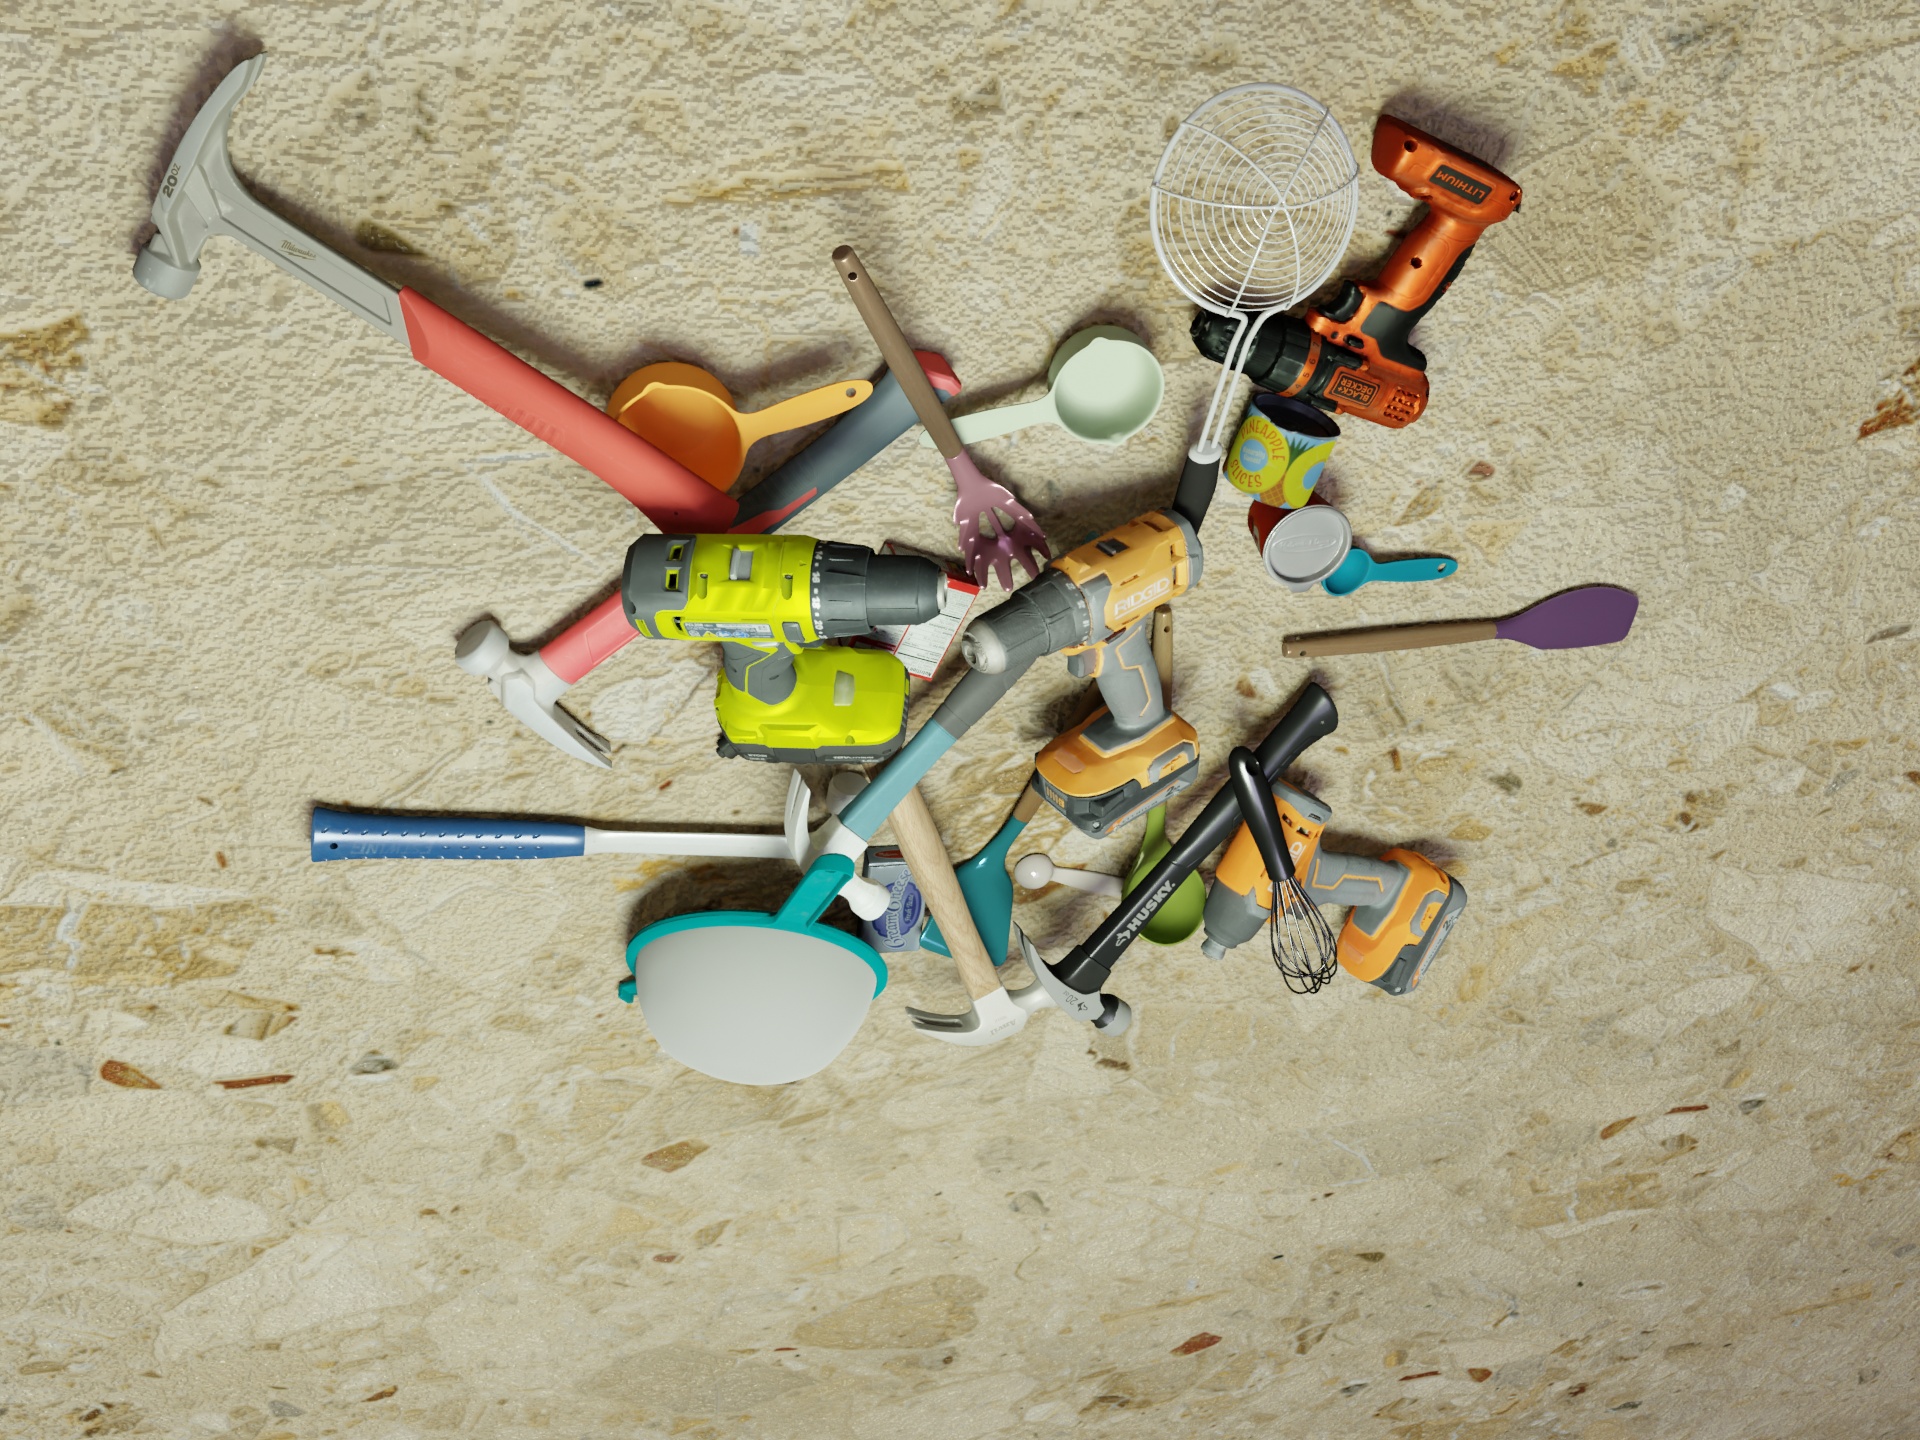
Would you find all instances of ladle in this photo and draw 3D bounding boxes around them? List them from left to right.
[{"bbox_3d":[0.167,0.052,1.292,0.078,0.062,0.319,-17,127,-19],"label":"ladle"}]

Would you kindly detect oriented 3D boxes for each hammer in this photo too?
[{"bbox_3d":[-0.283,-0.218,0.927,0.358,0.037,0.149,32,116,-20],"label":"hammer"},{"bbox_3d":[-0.277,0.097,1.214,0.405,0.035,0.144,3,125,-18],"label":"hammer"},{"bbox_3d":[-0.153,-0.113,1.087,0.386,0.038,0.143,-35,129,12],"label":"hammer"},{"bbox_3d":[-0.019,0.133,1.264,0.130,0.031,0.331,-27,121,-8],"label":"hammer"},{"bbox_3d":[-0.002,-0.004,1.168,0.331,0.033,0.128,-47,124,4],"label":"hammer"},{"bbox_3d":[0.183,0.103,1.287,0.146,0.035,0.335,38,96,-34],"label":"hammer"}]

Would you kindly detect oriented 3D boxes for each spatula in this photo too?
[{"bbox_3d":[0.065,0.066,1.281,0.082,0.044,0.317,18,119,-22],"label":"spatula"},{"bbox_3d":[0.408,-0.073,1.287,0.316,0.018,0.059,-6,127,-13],"label":"spatula"}]

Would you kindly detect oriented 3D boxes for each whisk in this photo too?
[{"bbox_3d":[0.255,0.123,1.276,0.055,0.055,0.238,-22,113,2],"label":"whisk"}]

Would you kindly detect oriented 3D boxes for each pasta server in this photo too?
[{"bbox_3d":[-0.012,-0.186,1.024,0.060,0.040,0.315,-24,146,8],"label":"pasta server"}]

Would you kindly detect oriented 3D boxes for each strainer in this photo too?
[{"bbox_3d":[-0.143,0.205,1.210,0.211,0.095,0.340,13,149,-16],"label":"strainer"}]

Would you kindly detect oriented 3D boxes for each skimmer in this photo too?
[{"bbox_3d":[0.163,-0.235,1.030,0.127,0.090,0.363,-10,153,-9],"label":"skimmer"}]

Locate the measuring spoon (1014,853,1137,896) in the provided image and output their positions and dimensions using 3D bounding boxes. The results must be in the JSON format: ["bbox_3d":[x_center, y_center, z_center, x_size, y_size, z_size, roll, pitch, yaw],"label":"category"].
[{"bbox_3d":[0.103,0.140,1.364,0.124,0.018,0.034,13,122,-25],"label":"measuring spoon"}]

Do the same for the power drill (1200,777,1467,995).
[{"bbox_3d":[0.314,0.159,1.379,0.226,0.084,0.164,25,98,-28],"label":"power drill"}]

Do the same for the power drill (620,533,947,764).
[{"bbox_3d":[-0.097,-0.048,1.027,0.190,0.080,0.228,1,157,6],"label":"power drill"}]

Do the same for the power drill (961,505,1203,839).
[{"bbox_3d":[0.090,-0.023,1.136,0.185,0.084,0.226,-28,134,-23],"label":"power drill"}]

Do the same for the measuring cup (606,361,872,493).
[{"bbox_3d":[-0.143,-0.197,1.017,0.173,0.052,0.095,-18,129,-4],"label":"measuring cup"}]

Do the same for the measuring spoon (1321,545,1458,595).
[{"bbox_3d":[0.330,-0.121,1.234,0.128,0.021,0.042,-4,127,-24],"label":"measuring spoon"}]

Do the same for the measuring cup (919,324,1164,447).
[{"bbox_3d":[0.052,-0.217,1.069,0.167,0.038,0.083,-14,130,4],"label":"measuring cup"}]
